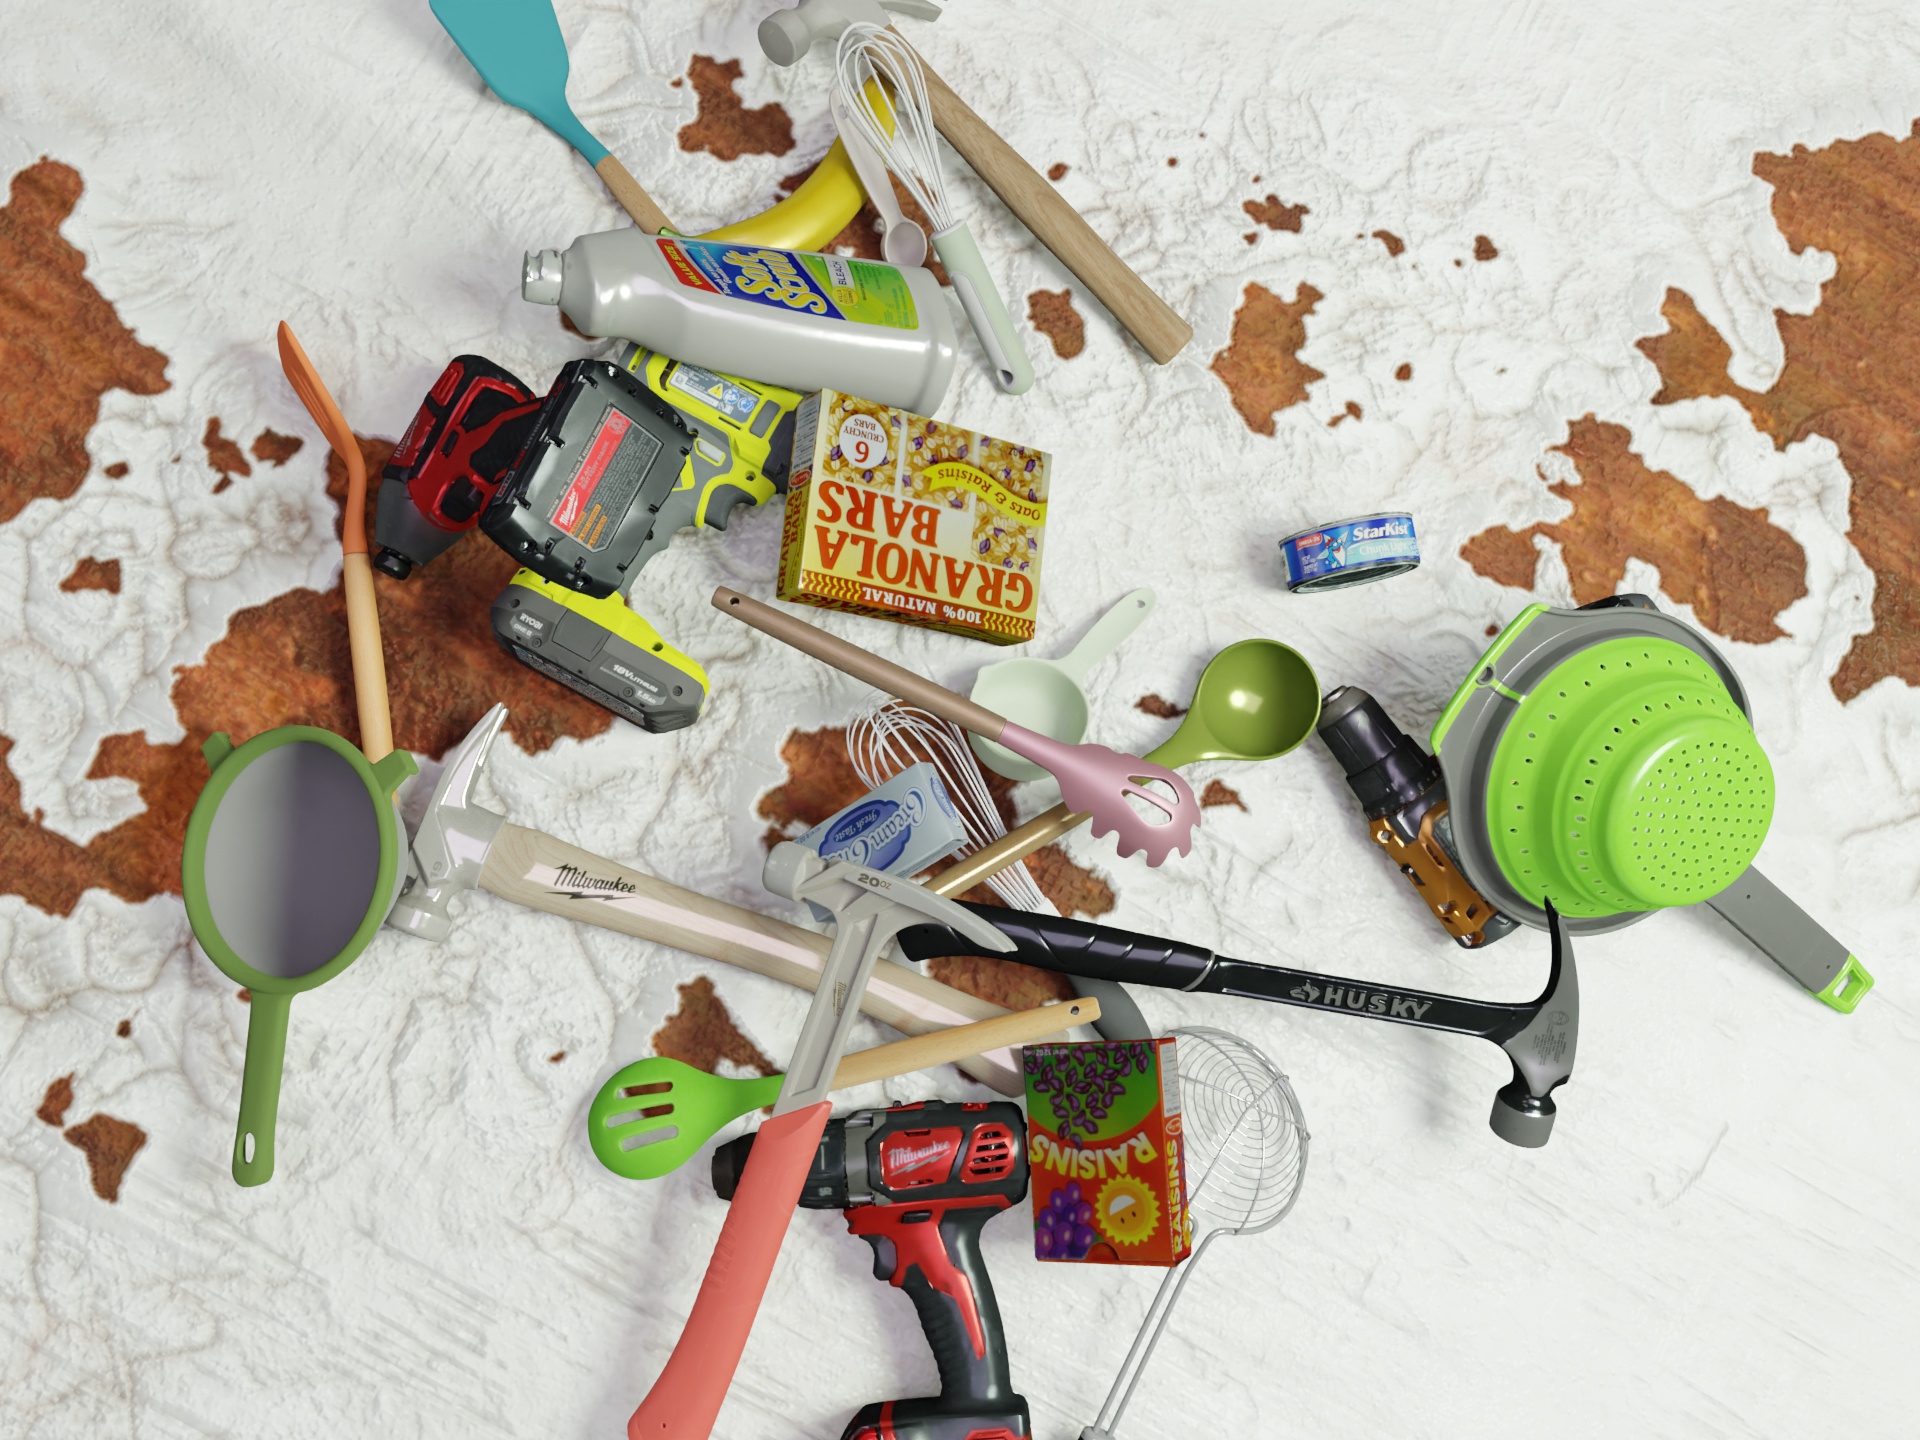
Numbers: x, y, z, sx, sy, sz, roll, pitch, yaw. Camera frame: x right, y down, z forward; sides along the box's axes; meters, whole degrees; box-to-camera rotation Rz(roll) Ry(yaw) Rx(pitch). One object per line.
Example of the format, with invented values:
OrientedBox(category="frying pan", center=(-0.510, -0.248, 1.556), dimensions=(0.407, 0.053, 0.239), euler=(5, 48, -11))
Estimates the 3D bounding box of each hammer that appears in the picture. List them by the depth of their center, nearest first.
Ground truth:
OrientedBox(category="hammer", center=(-0.095, 0.257, 0.885), dimensions=(0.149, 0.036, 0.359), euler=(20, 90, 18))
OrientedBox(category="hammer", center=(0.160, 0.147, 0.937), dimensions=(0.409, 0.036, 0.149), euler=(10, 106, 2))
OrientedBox(category="hammer", center=(-0.126, 0.125, 0.965), dimensions=(0.410, 0.038, 0.146), euler=(21, 79, -4))
OrientedBox(category="hammer", center=(0.028, -0.361, 1.036), dimensions=(0.331, 0.031, 0.130), euler=(44, 60, -6))

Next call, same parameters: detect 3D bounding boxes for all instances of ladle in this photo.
OrientedBox(category="ladle", center=(0.088, 0.041, 0.959), dimensions=(0.320, 0.062, 0.078), euler=(-28, 75, -23))

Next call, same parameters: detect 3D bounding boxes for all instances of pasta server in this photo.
OrientedBox(category="pasta server", center=(-0.001, -0.003, 0.928), dimensions=(0.316, 0.040, 0.060), euler=(25, 71, 2))

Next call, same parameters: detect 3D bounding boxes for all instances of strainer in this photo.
OrientedBox(category="strainer", center=(-0.372, 0.133, 0.911), dimensions=(0.151, 0.069, 0.256), euler=(4, 86, 22))

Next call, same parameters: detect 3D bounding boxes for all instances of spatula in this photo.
OrientedBox(category="spatula", center=(-0.371, -0.075, 0.956), dimensions=(0.041, 0.081, 0.322), euler=(-7, 88, -24))
OrientedBox(category="spatula", center=(-0.210, -0.341, 1.013), dimensions=(0.082, 0.044, 0.317), euler=(-40, 90, -29))

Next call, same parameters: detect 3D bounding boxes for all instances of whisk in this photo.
OrientedBox(category="whisk", center=(0.031, 0.096, 0.980), dimensions=(0.070, 0.070, 0.284), euler=(-38, 93, -10))
OrientedBox(category="whisk", center=(-0.012, -0.313, 0.992), dimensions=(0.059, 0.058, 0.246), euler=(-44, 118, -32))

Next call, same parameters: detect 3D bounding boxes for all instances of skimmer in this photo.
OrientedBox(category="skimmer", center=(0.103, 0.365, 0.964), dimensions=(0.127, 0.090, 0.363), euler=(25, 90, -13))

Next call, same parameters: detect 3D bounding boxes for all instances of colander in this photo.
OrientedBox(category="colander", center=(0.458, 0.086, 0.953), dimensions=(0.396, 0.095, 0.204), euler=(35, 93, -22))

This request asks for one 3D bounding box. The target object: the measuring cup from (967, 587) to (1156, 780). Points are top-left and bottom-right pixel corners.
OrientedBox(category="measuring cup", center=(0.070, -0.026, 1.014), dimensions=(0.083, 0.038, 0.167), euler=(40, 62, 13))

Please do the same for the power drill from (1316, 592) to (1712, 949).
OrientedBox(category="power drill", center=(0.354, 0.009, 1.020), dimensions=(0.226, 0.084, 0.185), euler=(-37, 88, -5))

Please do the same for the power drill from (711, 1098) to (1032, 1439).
OrientedBox(category="power drill", center=(-0.047, 0.339, 0.926), dimensions=(0.188, 0.080, 0.227), euler=(-4, 79, -1))

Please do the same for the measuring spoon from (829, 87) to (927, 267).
OrientedBox(category="measuring spoon", center=(-0.057, -0.344, 1.018), dimensions=(0.034, 0.018, 0.124), euler=(-42, 124, -23))

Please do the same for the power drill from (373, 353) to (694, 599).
OrientedBox(category="power drill", center=(-0.260, -0.138, 0.906), dimensions=(0.078, 0.220, 0.143), euler=(36, 75, -41))

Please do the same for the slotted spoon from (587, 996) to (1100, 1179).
OrientedBox(category="slotted spoon", center=(-0.071, 0.204, 0.931), dimensions=(0.314, 0.031, 0.070), euler=(-14, 68, 2))

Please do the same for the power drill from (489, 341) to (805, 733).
OrientedBox(category="power drill", center=(-0.169, -0.112, 0.973), dimensions=(0.171, 0.080, 0.223), euler=(28, 77, -2))
